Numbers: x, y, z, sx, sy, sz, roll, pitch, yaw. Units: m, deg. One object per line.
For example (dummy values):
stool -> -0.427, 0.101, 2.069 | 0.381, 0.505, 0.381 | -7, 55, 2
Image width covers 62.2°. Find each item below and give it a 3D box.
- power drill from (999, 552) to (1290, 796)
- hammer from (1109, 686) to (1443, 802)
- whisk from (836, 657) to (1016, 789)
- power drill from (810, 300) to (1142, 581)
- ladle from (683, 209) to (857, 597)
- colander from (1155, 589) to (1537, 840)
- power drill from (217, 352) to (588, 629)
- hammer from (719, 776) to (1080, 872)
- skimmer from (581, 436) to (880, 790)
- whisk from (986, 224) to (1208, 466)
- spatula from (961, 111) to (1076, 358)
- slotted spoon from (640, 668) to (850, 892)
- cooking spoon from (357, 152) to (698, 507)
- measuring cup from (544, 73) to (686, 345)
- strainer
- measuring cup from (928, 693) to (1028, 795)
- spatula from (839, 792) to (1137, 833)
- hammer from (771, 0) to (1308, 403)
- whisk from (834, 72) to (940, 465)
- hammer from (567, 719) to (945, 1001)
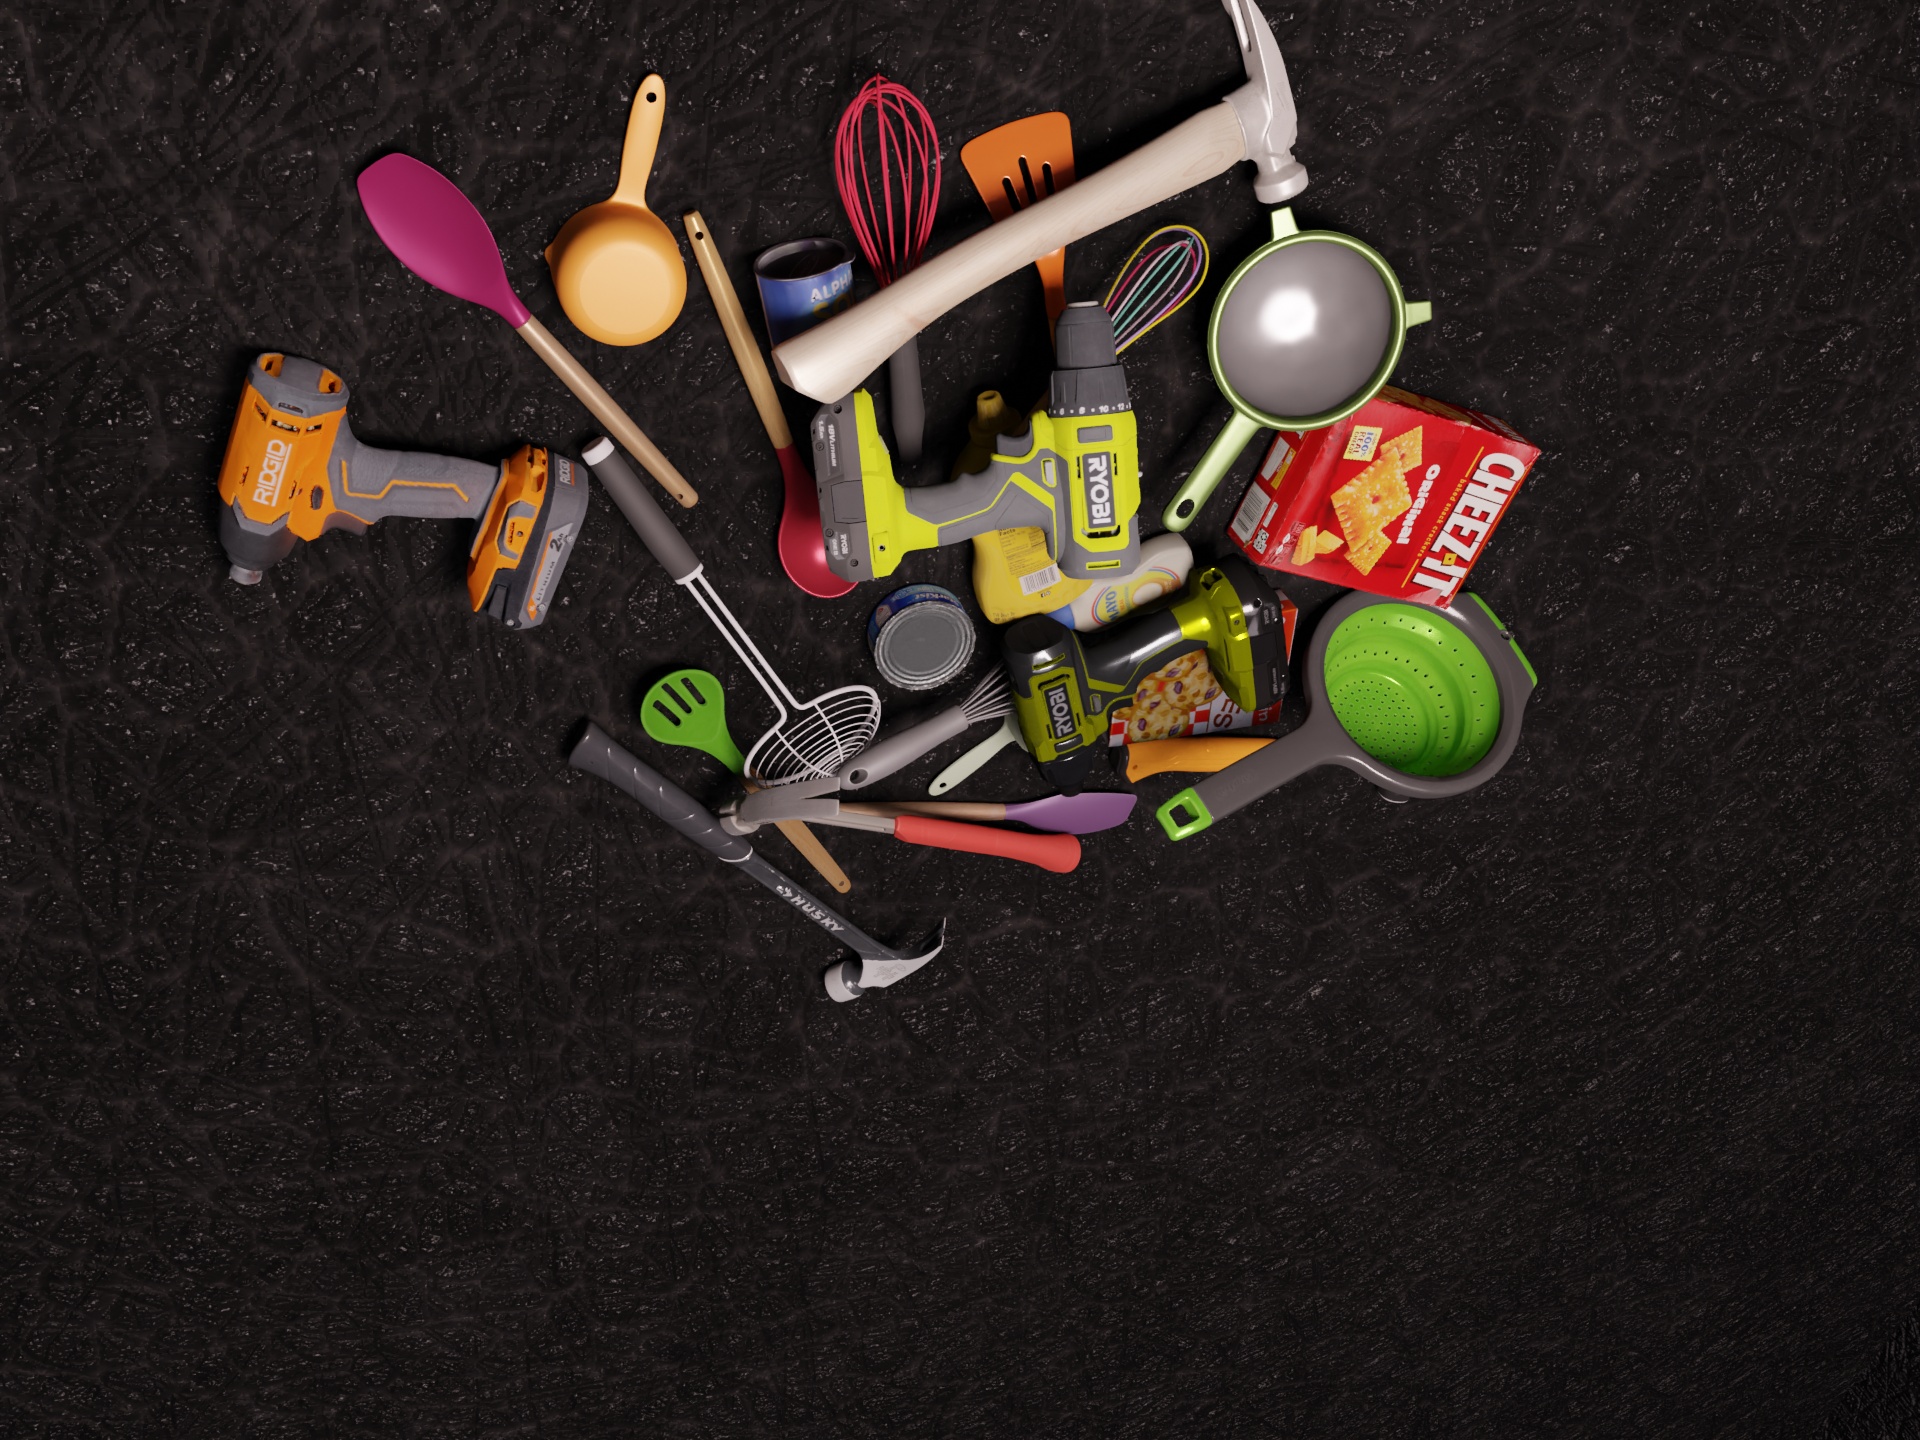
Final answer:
power drill -> 0.153, -0.035, 1.316 | 0.223, 0.080, 0.171 | -22, 129, -7
hammer -> 0.300, 0.026, 1.504 | 0.336, 0.034, 0.127 | -1, 126, -20
whisk -> -0.002, -0.005, 1.323 | 0.239, 0.055, 0.055 | -29, 132, -21
power drill -> 0.013, -0.190, 1.125 | 0.228, 0.080, 0.190 | -6, 104, -1
ladle -> -0.139, -0.223, 1.162 | 0.069, 0.031, 0.315 | -24, 128, -5
colander -> 0.325, 0.018, 1.411 | 0.397, 0.205, 0.094 | -26, 165, -22
power drill -> -0.390, -0.141, 1.098 | 0.226, 0.084, 0.164 | 17, 119, -25
hammer -> -0.021, 0.095, 1.369 | 0.358, 0.037, 0.149 | 12, 163, -42
skimmer -> -0.184, -0.078, 1.245 | 0.127, 0.090, 0.363 | -35, 121, -1
whisk -> 0.096, -0.260, 1.166 | 0.047, 0.051, 0.245 | 37, 96, -27
spatula -> 0.074, -0.289, 1.196 | 0.081, 0.041, 0.322 | -22, 134, -5
slotted spoon -> -0.174, 0.058, 1.357 | 0.070, 0.031, 0.313 | -39, 132, -5
cooking spoon -> -0.282, -0.255, 1.089 | 0.069, 0.017, 0.318 | -22, 133, 22
measuring cup -> -0.214, -0.328, 1.038 | 0.095, 0.052, 0.173 | 5, 125, -24
strainer -> 0.230, -0.262, 1.235 | 0.151, 0.069, 0.256 | 27, 113, -17
measuring cup -> 0.044, 0.024, 1.403 | 0.167, 0.038, 0.083 | -36, 129, 5
spatula -> 0.014, 0.085, 1.452 | 0.315, 0.018, 0.059 | 2, 136, -22
hammer -> 0.052, -0.341, 1.077 | 0.410, 0.038, 0.146 | -32, 122, -11
whisk -> -0.044, -0.305, 1.117 | 0.073, 0.073, 0.295 | -14, 134, -10
hammer -> -0.178, 0.123, 1.378 | 0.149, 0.036, 0.408 | -25, 130, 31
